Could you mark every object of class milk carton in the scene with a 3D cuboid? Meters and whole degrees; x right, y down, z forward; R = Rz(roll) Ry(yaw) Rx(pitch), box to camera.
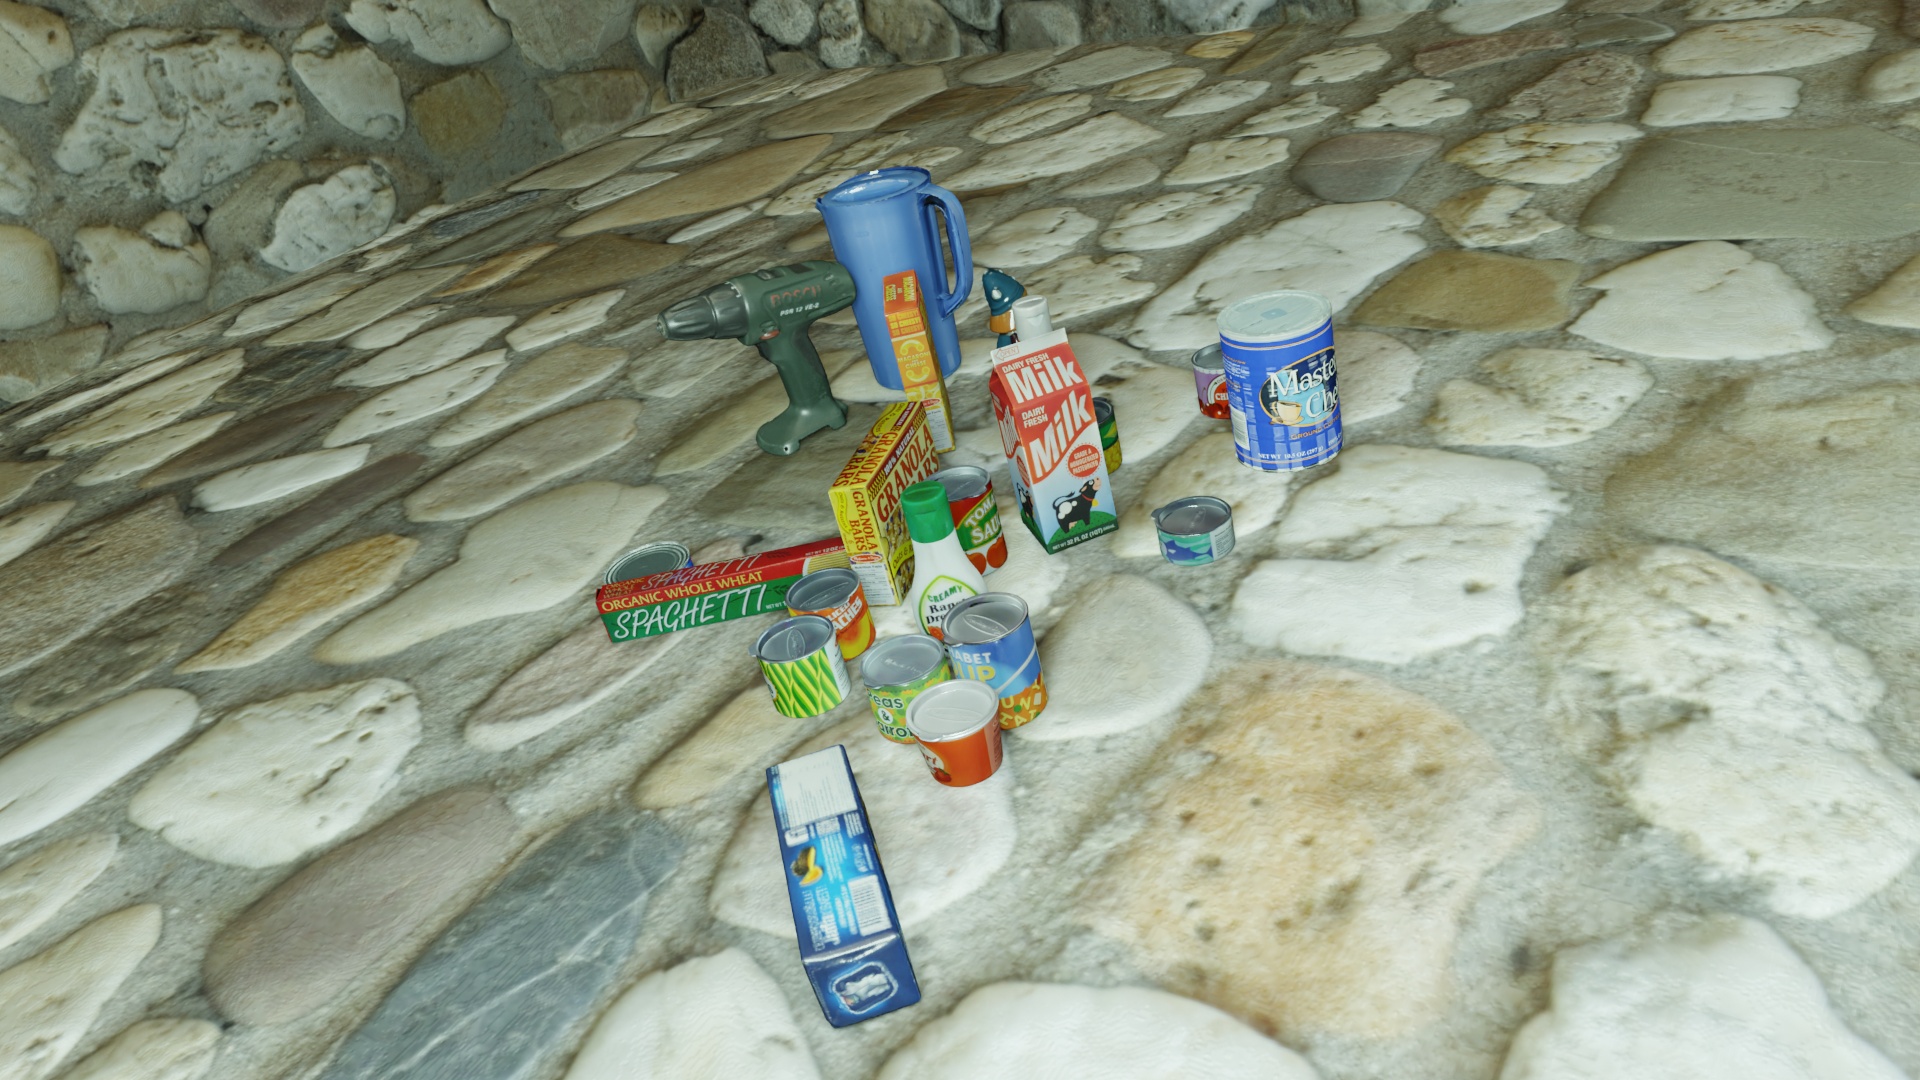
[{"bbox_3d":[0.079,-0.092,1.236,0.072,0.189,0.074,-20,29,-9],"label":"milk carton"}]

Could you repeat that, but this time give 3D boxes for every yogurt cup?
[{"bbox_3d":[-0.001,0.140,1.004,0.072,0.053,0.073,-11,29,6],"label":"yogurt cup"}]

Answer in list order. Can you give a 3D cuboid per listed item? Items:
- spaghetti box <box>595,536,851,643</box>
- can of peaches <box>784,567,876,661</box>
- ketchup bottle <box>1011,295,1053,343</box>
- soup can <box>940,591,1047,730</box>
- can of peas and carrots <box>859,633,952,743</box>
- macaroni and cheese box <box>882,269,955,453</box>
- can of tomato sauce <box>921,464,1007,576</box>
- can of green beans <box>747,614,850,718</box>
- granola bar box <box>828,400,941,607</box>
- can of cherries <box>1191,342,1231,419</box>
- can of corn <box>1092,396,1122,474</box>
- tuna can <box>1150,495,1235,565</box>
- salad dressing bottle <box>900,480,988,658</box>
[{"bbox_3d":[-0.208,0.044,1.268,0.250,0.050,0.029,-12,29,5],"label":"spaghetti box"},{"bbox_3d":[-0.109,0.065,1.179,0.071,0.057,0.071,-11,29,6],"label":"can of peaches"},{"bbox_3d":[0.084,-0.177,1.424,0.065,0.148,0.044,-18,29,-6],"label":"ketchup bottle"},{"bbox_3d":[0.024,0.092,1.046,0.071,0.083,0.072,-11,29,6],"label":"soup can"},{"bbox_3d":[-0.040,0.115,1.061,0.071,0.058,0.071,-11,29,6],"label":"can of peas and carrots"},{"bbox_3d":[-0.044,-0.191,1.488,0.040,0.165,0.124,-13,29,3],"label":"macaroni and cheese box"},{"bbox_3d":[0.004,-0.016,1.245,0.071,0.082,0.071,-11,29,6],"label":"can of tomato sauce"},{"bbox_3d":[-0.127,0.102,1.124,0.071,0.057,0.071,-11,29,6],"label":"can of green beans"},{"bbox_3d":[-0.060,-0.035,1.266,0.039,0.123,0.166,-3,31,20],"label":"granola bar box"},{"bbox_3d":[0.271,-0.162,1.408,0.071,0.058,0.072,-11,29,6],"label":"can of cherries"},{"bbox_3d":[0.124,-0.100,1.365,0.071,0.058,0.071,-11,29,6],"label":"can of corn"},{"bbox_3d":[0.200,-0.009,1.197,0.071,0.032,0.071,-11,29,6],"label":"tuna can"},{"bbox_3d":[-0.015,0.024,1.118,0.064,0.147,0.044,-12,29,5],"label":"salad dressing bottle"}]
